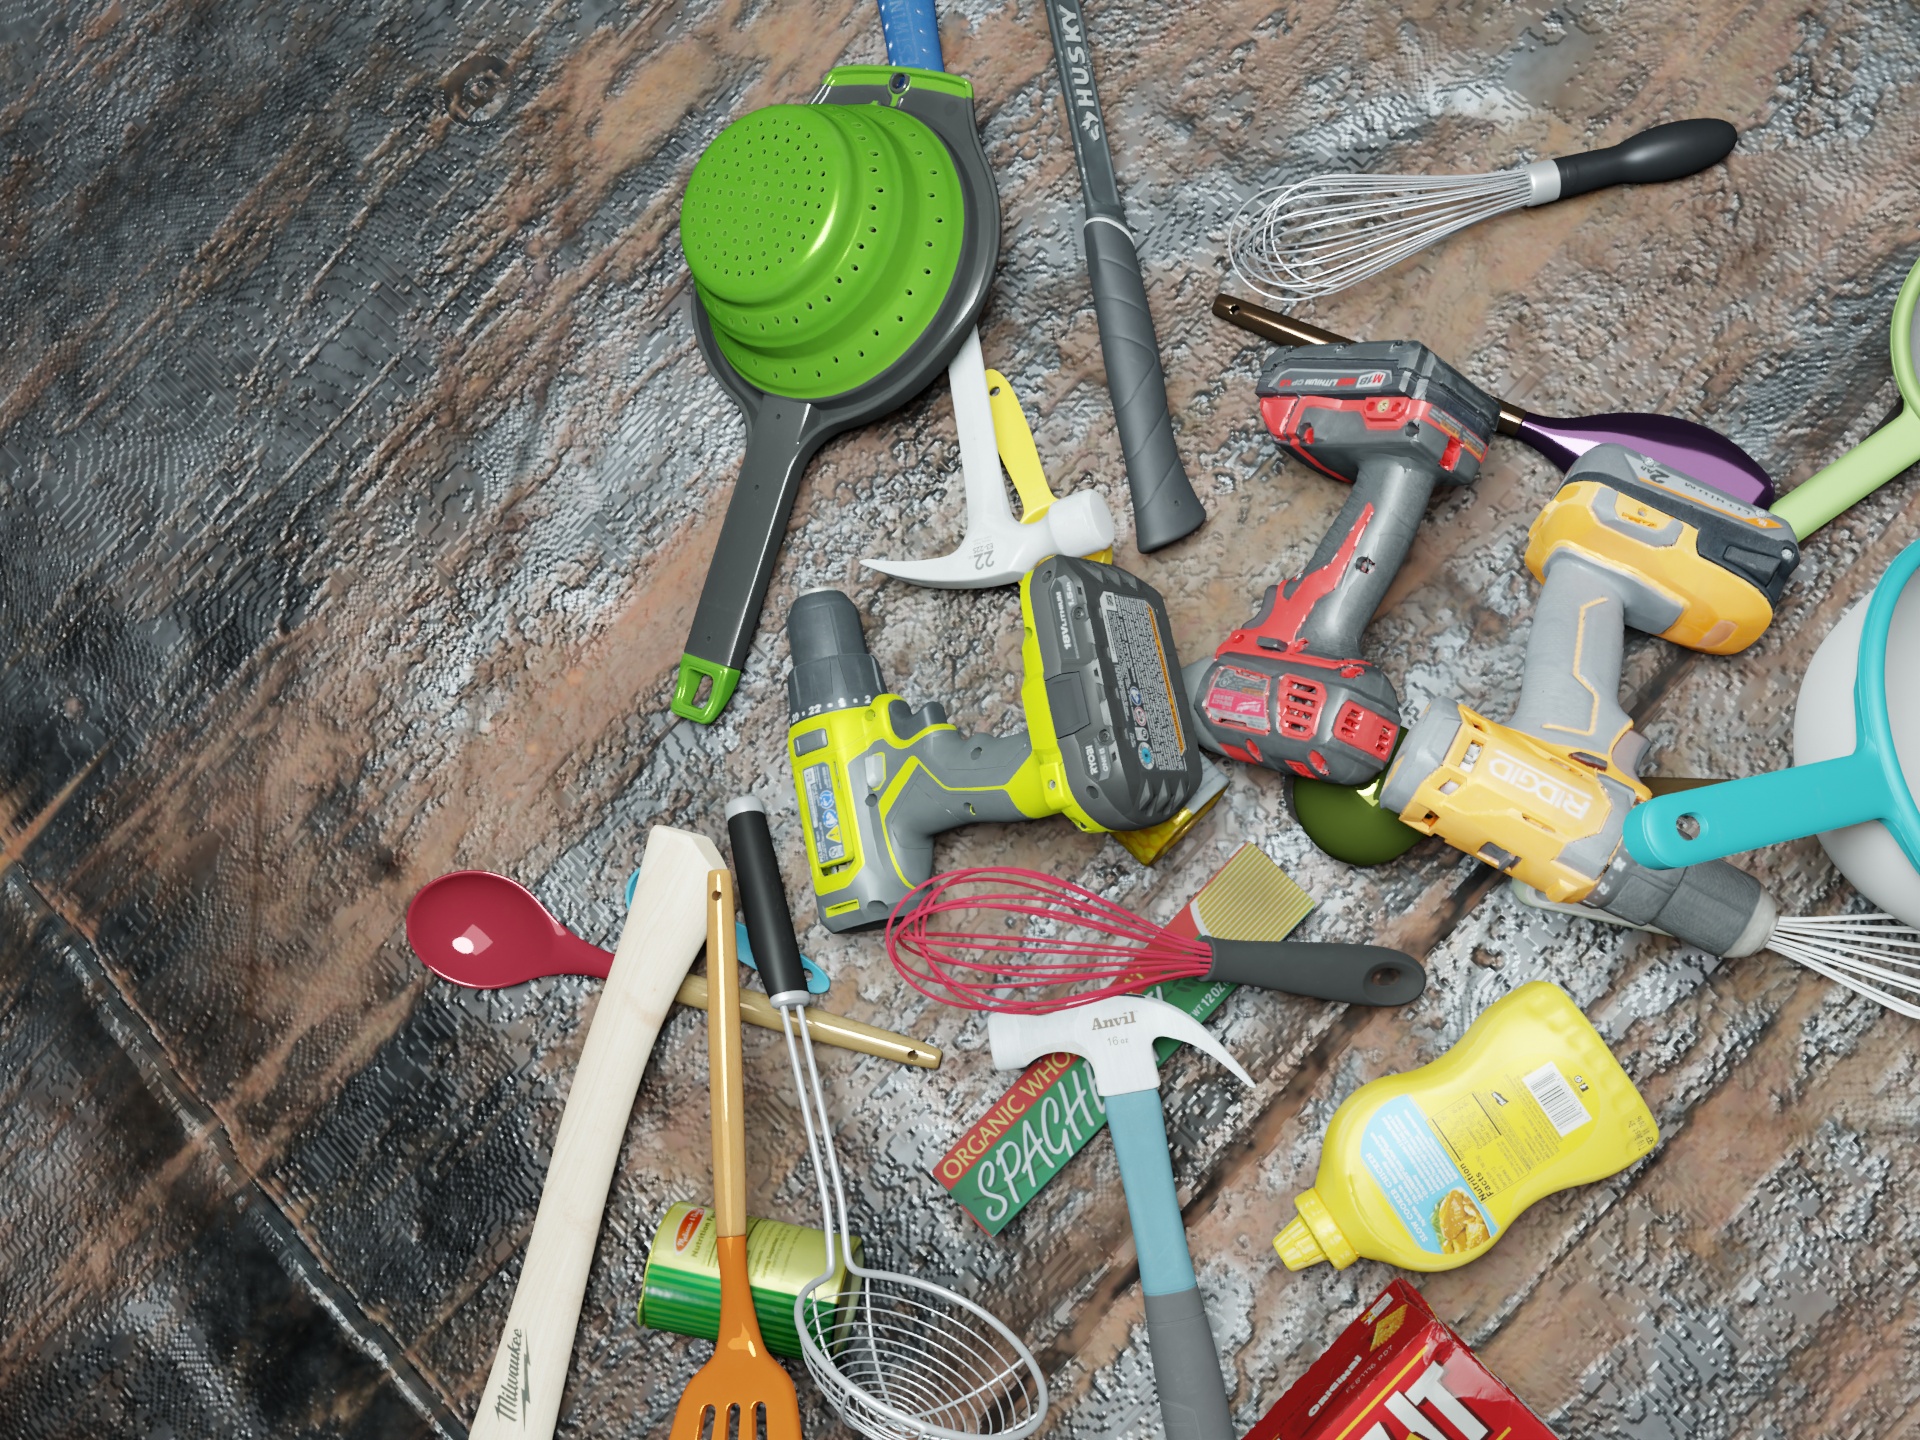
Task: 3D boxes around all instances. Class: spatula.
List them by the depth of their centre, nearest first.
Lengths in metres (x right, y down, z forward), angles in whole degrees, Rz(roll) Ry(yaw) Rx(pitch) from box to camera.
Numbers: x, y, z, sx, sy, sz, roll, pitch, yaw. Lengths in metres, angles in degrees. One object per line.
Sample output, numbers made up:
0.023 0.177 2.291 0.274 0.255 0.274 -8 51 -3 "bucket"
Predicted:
-0.118 0.234 0.800 0.081 0.041 0.323 -6 77 7 "spatula"
0.284 -0.175 0.873 0.316 0.018 0.060 26 100 15 "spatula"

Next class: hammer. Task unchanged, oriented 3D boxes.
0.107 0.301 0.805 0.128 0.033 0.331 -12 86 4 "hammer"
-0.218 0.255 0.865 0.146 0.038 0.410 16 88 13 "hammer"
0.077 -0.295 0.901 0.149 0.036 0.409 -7 83 -28 "hammer"
-0.013 -0.268 0.921 0.144 0.035 0.406 -16 74 27 "hammer"

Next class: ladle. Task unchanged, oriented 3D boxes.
0.336 0.040 0.831 0.320 0.062 0.078 2 73 3 "ladle"
-0.162 0.148 0.895 0.315 0.031 0.069 14 96 9 "ladle"

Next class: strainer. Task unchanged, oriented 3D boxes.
0.404 0.032 0.711 0.340 0.095 0.211 -9 78 -23 "strainer"
0.516 -0.161 0.826 0.256 0.069 0.151 -39 75 19 "strainer"

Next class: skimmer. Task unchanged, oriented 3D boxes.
-0.055 0.188 0.812 0.090 0.127 0.364 -36 58 33 "skimmer"

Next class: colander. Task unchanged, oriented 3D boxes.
-0.112 -0.194 0.887 0.205 0.094 0.397 18 91 29 "colander"

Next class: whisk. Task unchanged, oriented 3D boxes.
0.104 0.118 0.794 0.295 0.073 0.073 8 81 -18 "whisk"
0.406 0.107 0.801 0.246 0.059 0.057 11 110 15 "whisk"
0.289 -0.289 0.881 0.284 0.070 0.070 -13 79 2 "whisk"

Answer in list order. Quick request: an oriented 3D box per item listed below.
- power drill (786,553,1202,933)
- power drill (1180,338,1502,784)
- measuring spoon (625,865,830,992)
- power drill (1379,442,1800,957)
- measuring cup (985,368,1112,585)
-0.001 -0.003 0.831 0.228 0.080 0.191 -20 76 36 "power drill"
0.184 -0.081 0.832 0.143 0.078 0.220 14 83 54 "power drill"
-0.129 0.119 0.902 0.128 0.021 0.042 28 102 3 "measuring spoon"
0.334 -0.007 0.783 0.185 0.084 0.226 29 69 12 "power drill"
0.043 -0.135 0.913 0.062 0.029 0.157 -25 66 12 "measuring cup"
